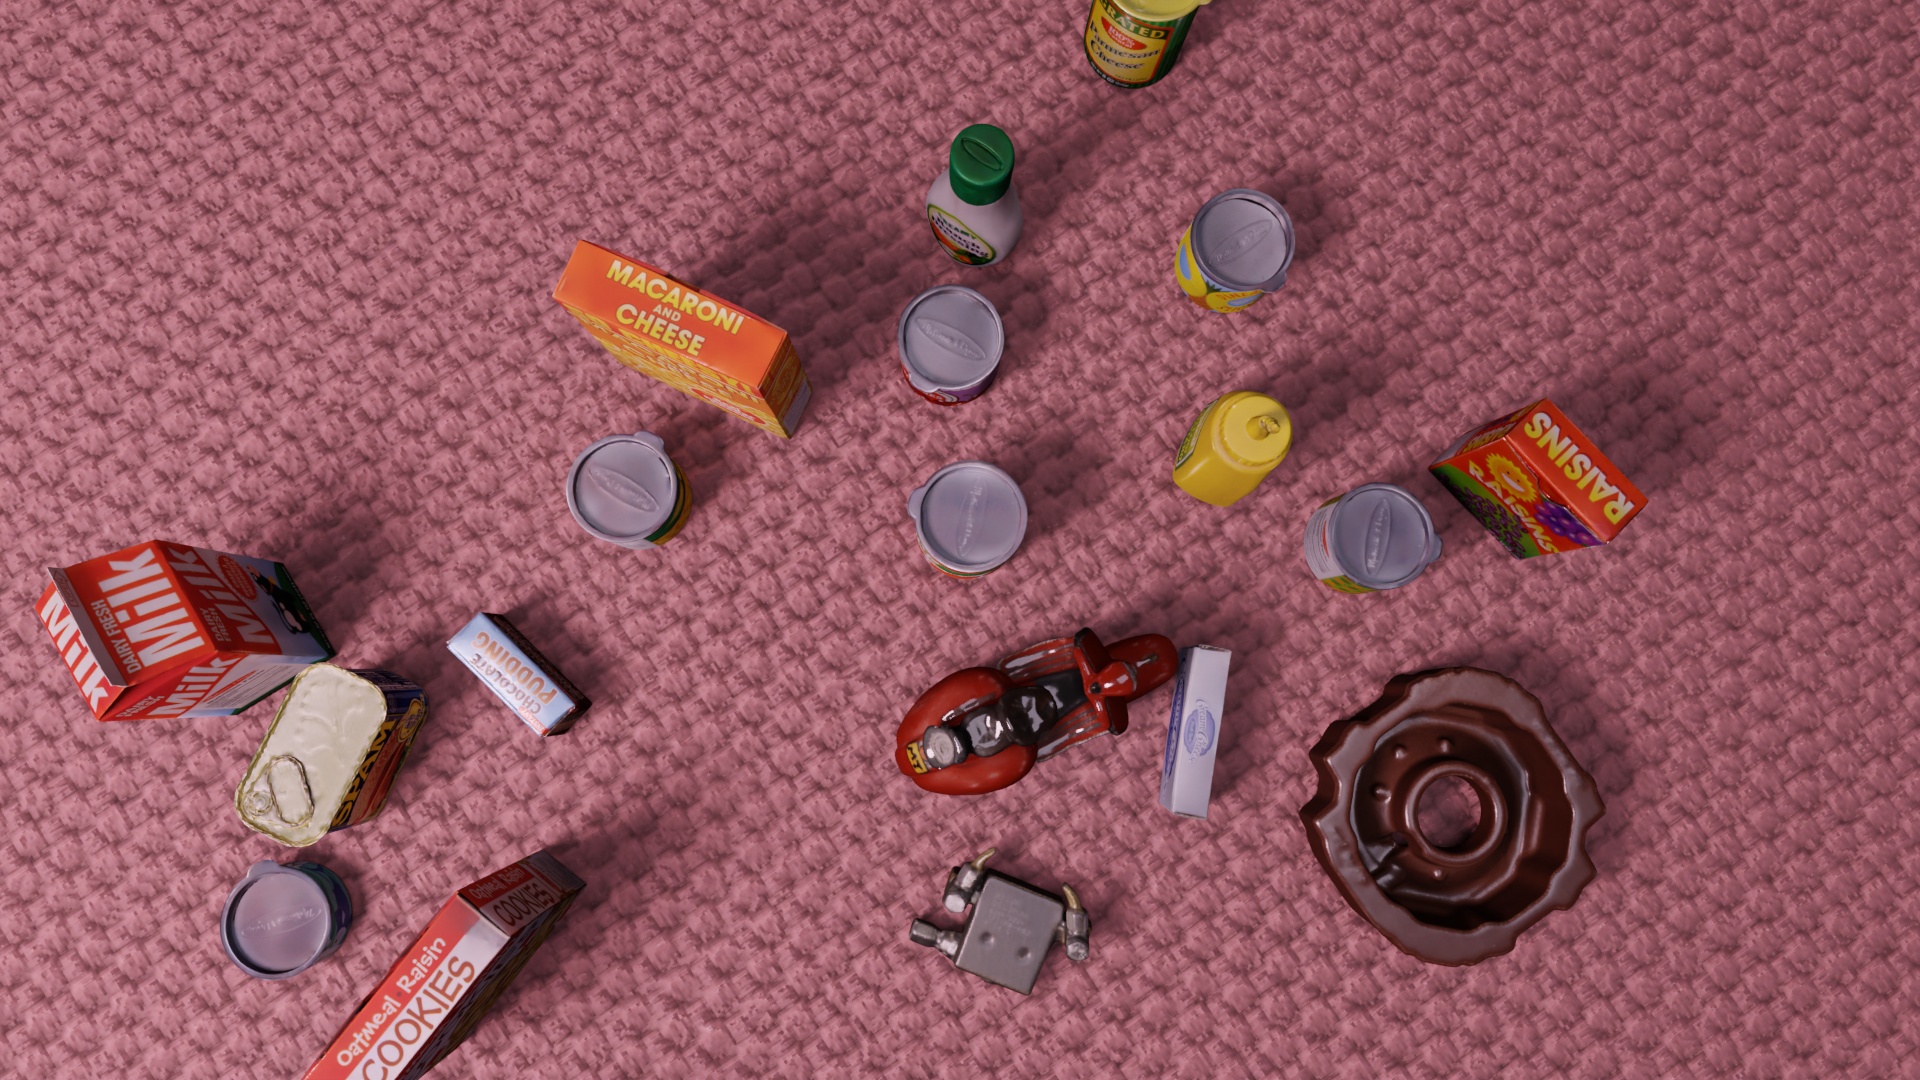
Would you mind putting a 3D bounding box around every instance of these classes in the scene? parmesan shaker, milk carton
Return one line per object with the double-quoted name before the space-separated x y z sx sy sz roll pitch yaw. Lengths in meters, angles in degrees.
"parmesan shaker" 0.118 -0.336 0.880 0.071 0.103 0.071 0 85 -2
"milk carton" -0.437 0.052 0.778 0.073 0.190 0.072 -32 86 -4

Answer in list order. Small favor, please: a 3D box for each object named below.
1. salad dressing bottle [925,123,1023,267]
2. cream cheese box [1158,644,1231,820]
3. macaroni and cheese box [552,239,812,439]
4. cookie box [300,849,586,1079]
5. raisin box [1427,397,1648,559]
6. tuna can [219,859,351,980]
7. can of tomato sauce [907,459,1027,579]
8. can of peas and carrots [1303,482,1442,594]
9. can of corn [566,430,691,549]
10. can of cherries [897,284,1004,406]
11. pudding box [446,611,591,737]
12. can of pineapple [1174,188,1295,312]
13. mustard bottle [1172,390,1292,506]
"salad dressing bottle" 0.010 -0.208 0.841 0.064 0.147 0.044 36 85 2
"cream cheese box" 0.144 0.117 0.859 0.024 0.053 0.104 10 84 -1
"macaroni and cheese box" -0.156 -0.114 0.817 0.124 0.166 0.040 24 85 1
"cookie box" -0.281 0.242 0.775 0.040 0.167 0.123 38 85 2
"raisin box" 0.347 -0.035 0.846 0.040 0.123 0.086 -42 87 -5
"tuna can" -0.408 0.226 0.840 0.071 0.033 0.071 0 84 -2
"can of tomato sauce" 0.003 -0.011 0.853 0.071 0.083 0.071 0 84 -2
"can of peas and carrots" 0.257 0.000 0.872 0.071 0.058 0.071 0 84 -2
"can of corn" -0.202 -0.031 0.861 0.071 0.058 0.071 0 84 -2
"can of cherries" -0.008 -0.120 0.876 0.071 0.058 0.071 0 84 -2
"pudding box" -0.270 0.082 0.851 0.084 0.049 0.030 44 85 3
"can of pineapple" 0.175 -0.182 0.889 0.071 0.058 0.071 0 84 -2
"mustard bottle" 0.165 -0.060 0.824 0.049 0.160 0.065 26 84 1
